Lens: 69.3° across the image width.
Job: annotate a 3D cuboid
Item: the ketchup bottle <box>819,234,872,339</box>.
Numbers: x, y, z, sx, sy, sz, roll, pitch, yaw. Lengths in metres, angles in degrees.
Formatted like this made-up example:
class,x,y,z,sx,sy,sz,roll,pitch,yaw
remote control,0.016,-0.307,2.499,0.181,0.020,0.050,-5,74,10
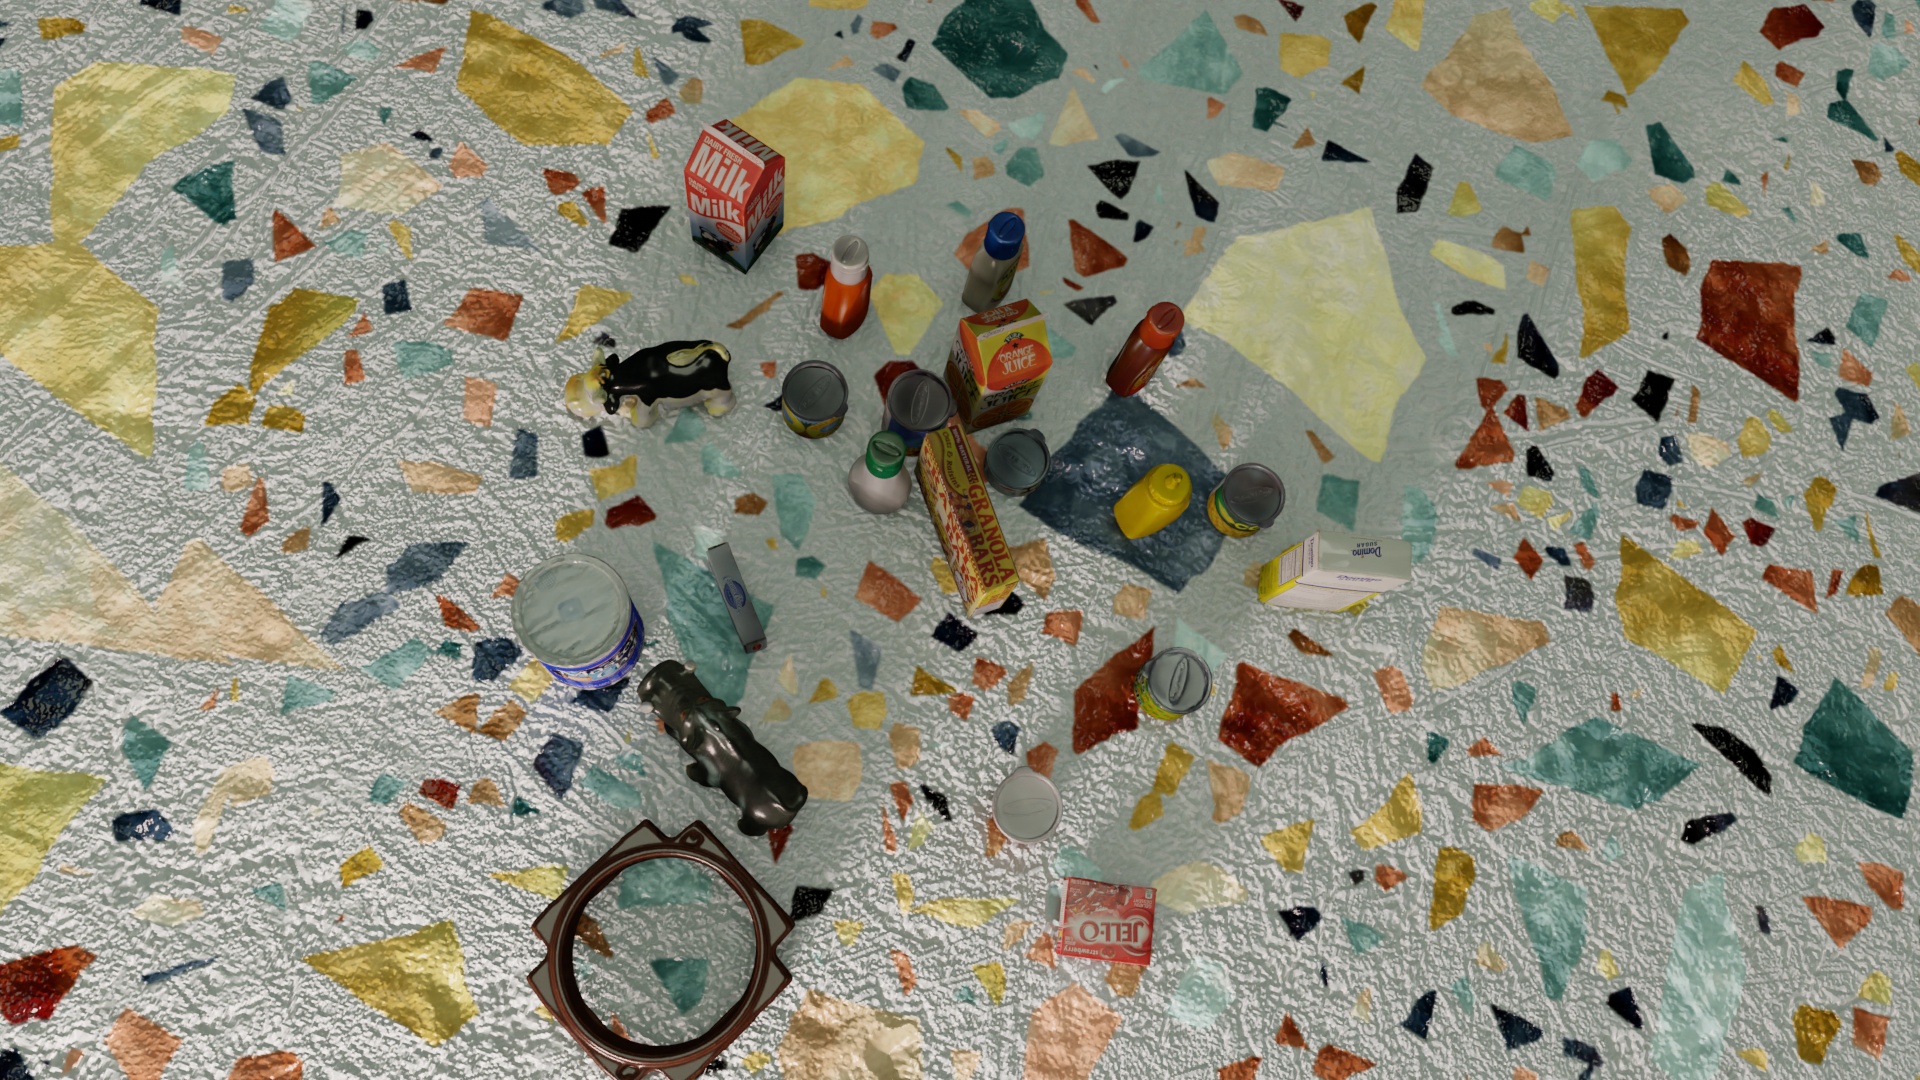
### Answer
class,x,y,z,sx,sy,sz,roll,pitch,yaw
ketchup bottle,-0.113,-0.258,1.398,0.043,0.148,0.065,30,74,1

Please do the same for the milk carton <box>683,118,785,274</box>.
class,x,y,z,sx,sy,sz,roll,pitch,yaw
milk carton,-0.224,-0.350,1.387,0.072,0.190,0.073,33,74,2

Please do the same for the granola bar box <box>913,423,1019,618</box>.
class,x,y,z,sx,sy,sz,roll,pitch,yaw
granola bar box,0.005,-0.017,1.361,0.039,0.124,0.166,-18,78,-12

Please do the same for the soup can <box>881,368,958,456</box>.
class,x,y,z,sx,sy,sz,roll,pitch,yaw
soup can,-0.042,-0.127,1.406,0.071,0.083,0.071,2,75,-7

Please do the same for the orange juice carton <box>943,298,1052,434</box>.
class,x,y,z,sx,sy,sz,roll,pitch,yaw
orange juice carton,0.038,-0.177,1.373,0.072,0.192,0.073,-19,79,-12

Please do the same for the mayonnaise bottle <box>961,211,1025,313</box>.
class,x,y,z,sx,sy,sz,roll,pitch,yaw
mayonnaise bottle,0.037,-0.287,1.426,0.041,0.147,0.065,38,74,4

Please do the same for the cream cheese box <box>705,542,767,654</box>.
class,x,y,z,sx,sy,sz,roll,pitch,yaw
cream cheese box,-0.217,0.057,1.348,0.024,0.053,0.104,-21,79,-12

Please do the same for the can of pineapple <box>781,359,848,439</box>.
class,x,y,z,sx,sy,sz,roll,pitch,yaw
can of pineapple,-0.147,-0.141,1.409,0.071,0.057,0.071,2,75,-7

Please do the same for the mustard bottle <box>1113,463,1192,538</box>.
class,x,y,z,sx,sy,sz,roll,pitch,yaw
mustard bottle,0.197,-0.044,1.375,0.065,0.159,0.049,-25,80,-13

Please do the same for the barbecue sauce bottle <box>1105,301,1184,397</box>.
class,x,y,z,sx,sy,sz,roll,pitch,yaw
barbecue sauce bottle,0.192,-0.199,1.422,0.044,0.148,0.065,42,74,5

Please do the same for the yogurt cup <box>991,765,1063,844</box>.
class,x,y,z,sx,sy,sz,roll,pitch,yaw
yogurt cup,0.060,0.257,1.330,0.072,0.053,0.072,2,75,-7

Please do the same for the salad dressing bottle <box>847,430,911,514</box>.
class,x,y,z,sx,sy,sz,roll,pitch,yaw
salad dressing bottle,-0.076,-0.066,1.351,0.064,0.147,0.044,25,74,0

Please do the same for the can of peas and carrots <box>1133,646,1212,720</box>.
class,x,y,z,sx,sy,sz,roll,pitch,yaw
can of peas and carrots,0.207,0.142,1.378,0.071,0.058,0.071,2,75,-7

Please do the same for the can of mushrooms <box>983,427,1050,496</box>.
class,x,y,z,sx,sy,sz,roll,pitch,yaw
can of mushrooms,0.059,-0.082,1.433,0.071,0.033,0.071,2,75,-7

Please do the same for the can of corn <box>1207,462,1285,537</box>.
class,x,y,z,sx,sy,sz,roll,pitch,yaw
can of corn,0.296,-0.038,1.439,0.071,0.058,0.071,2,75,-7
